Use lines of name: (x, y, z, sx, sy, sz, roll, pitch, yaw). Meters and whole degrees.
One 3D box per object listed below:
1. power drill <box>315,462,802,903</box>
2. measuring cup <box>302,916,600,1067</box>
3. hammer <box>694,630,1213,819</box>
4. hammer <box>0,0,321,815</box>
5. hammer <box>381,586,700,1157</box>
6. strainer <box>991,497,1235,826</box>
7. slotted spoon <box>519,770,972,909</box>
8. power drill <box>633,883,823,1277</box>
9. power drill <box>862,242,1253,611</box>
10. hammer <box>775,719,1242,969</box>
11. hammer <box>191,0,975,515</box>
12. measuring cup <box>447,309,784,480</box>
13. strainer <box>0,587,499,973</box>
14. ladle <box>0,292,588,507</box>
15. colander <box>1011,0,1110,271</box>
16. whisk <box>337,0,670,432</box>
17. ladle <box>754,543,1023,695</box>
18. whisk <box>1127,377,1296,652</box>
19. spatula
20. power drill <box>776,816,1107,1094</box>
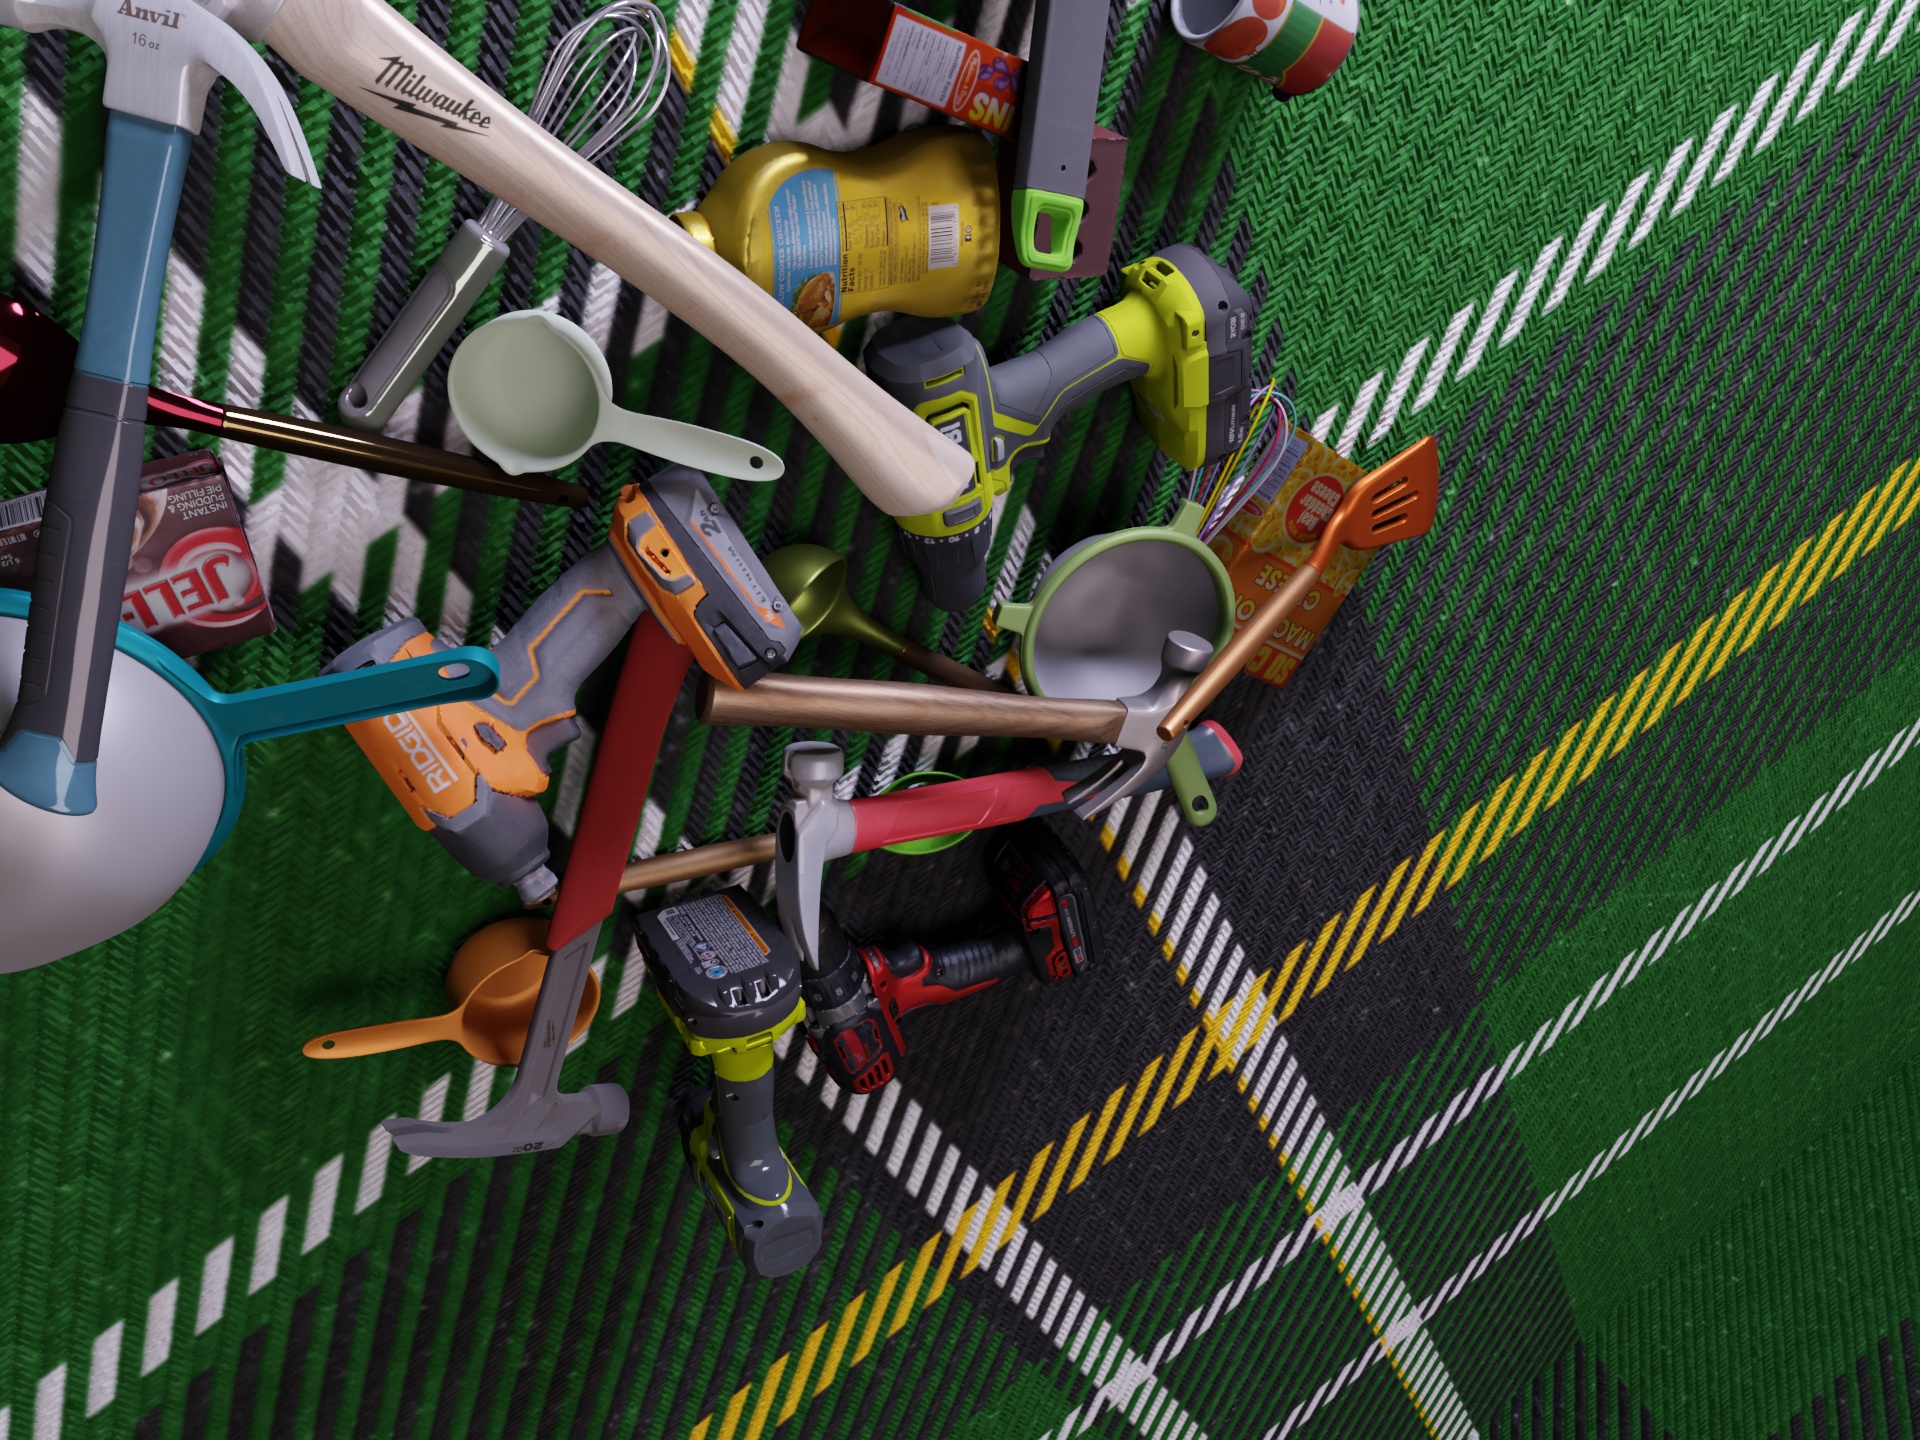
power drill: (-0.197, -0.017, 0.839, 0.226, 0.084, 0.164, -33, 100, -3)
measuring cup: (-0.310, 0.169, 0.966, 0.173, 0.052, 0.095, -6, 124, -28)
hammer: (-0.002, -0.003, 0.976, 0.331, 0.031, 0.130, 3, 119, -28)
hammer: (-0.344, -0.124, 0.637, 0.128, 0.033, 0.331, 13, 99, -5)
hammer: (-0.221, 0.086, 0.923, 0.149, 0.037, 0.359, 8, 104, -43)
strainer: (0.120, -0.031, 1.082, 0.151, 0.069, 0.256, -30, 127, -3)
slotted spoon: (-0.131, 0.082, 1.043, 0.313, 0.031, 0.070, -11, 126, -25)
power drill: (-0.154, 0.230, 1.046, 0.080, 0.171, 0.223, -15, 120, -25)
power drill: (0.058, -0.174, 0.953, 0.228, 0.080, 0.190, -24, 137, -15)
hammer: (0.047, 0.065, 1.094, 0.386, 0.038, 0.143, -8, 108, -36)
hammer: (-0.147, -0.228, 0.723, 0.410, 0.038, 0.146, 33, 106, -29)
measuring cup: (-0.167, -0.153, 0.792, 0.167, 0.038, 0.083, 16, 117, -6)
strainer: (-0.382, 0.035, 0.730, 0.340, 0.095, 0.210, -12, 133, -6)
ladle: (-0.315, -0.132, 0.732, 0.315, 0.031, 0.069, 8, 126, -41)
colander: (0.082, -0.406, 0.714, 0.204, 0.095, 0.397, -2, 105, -34)
whisk: (-0.218, -0.233, 0.746, 0.246, 0.058, 0.059, -49, 165, 11)
ladle: (-0.017, -0.032, 1.017, 0.319, 0.062, 0.078, 25, 108, -45)
whisk: (0.158, -0.121, 1.084, 0.051, 0.047, 0.245, 13, 118, -26)
spatula: (0.228, -0.083, 1.056, 0.323, 0.041, 0.081, -44, 139, -33)
power drill: (-0.019, 0.156, 1.138, 0.226, 0.080, 0.187, -27, 132, -11)
